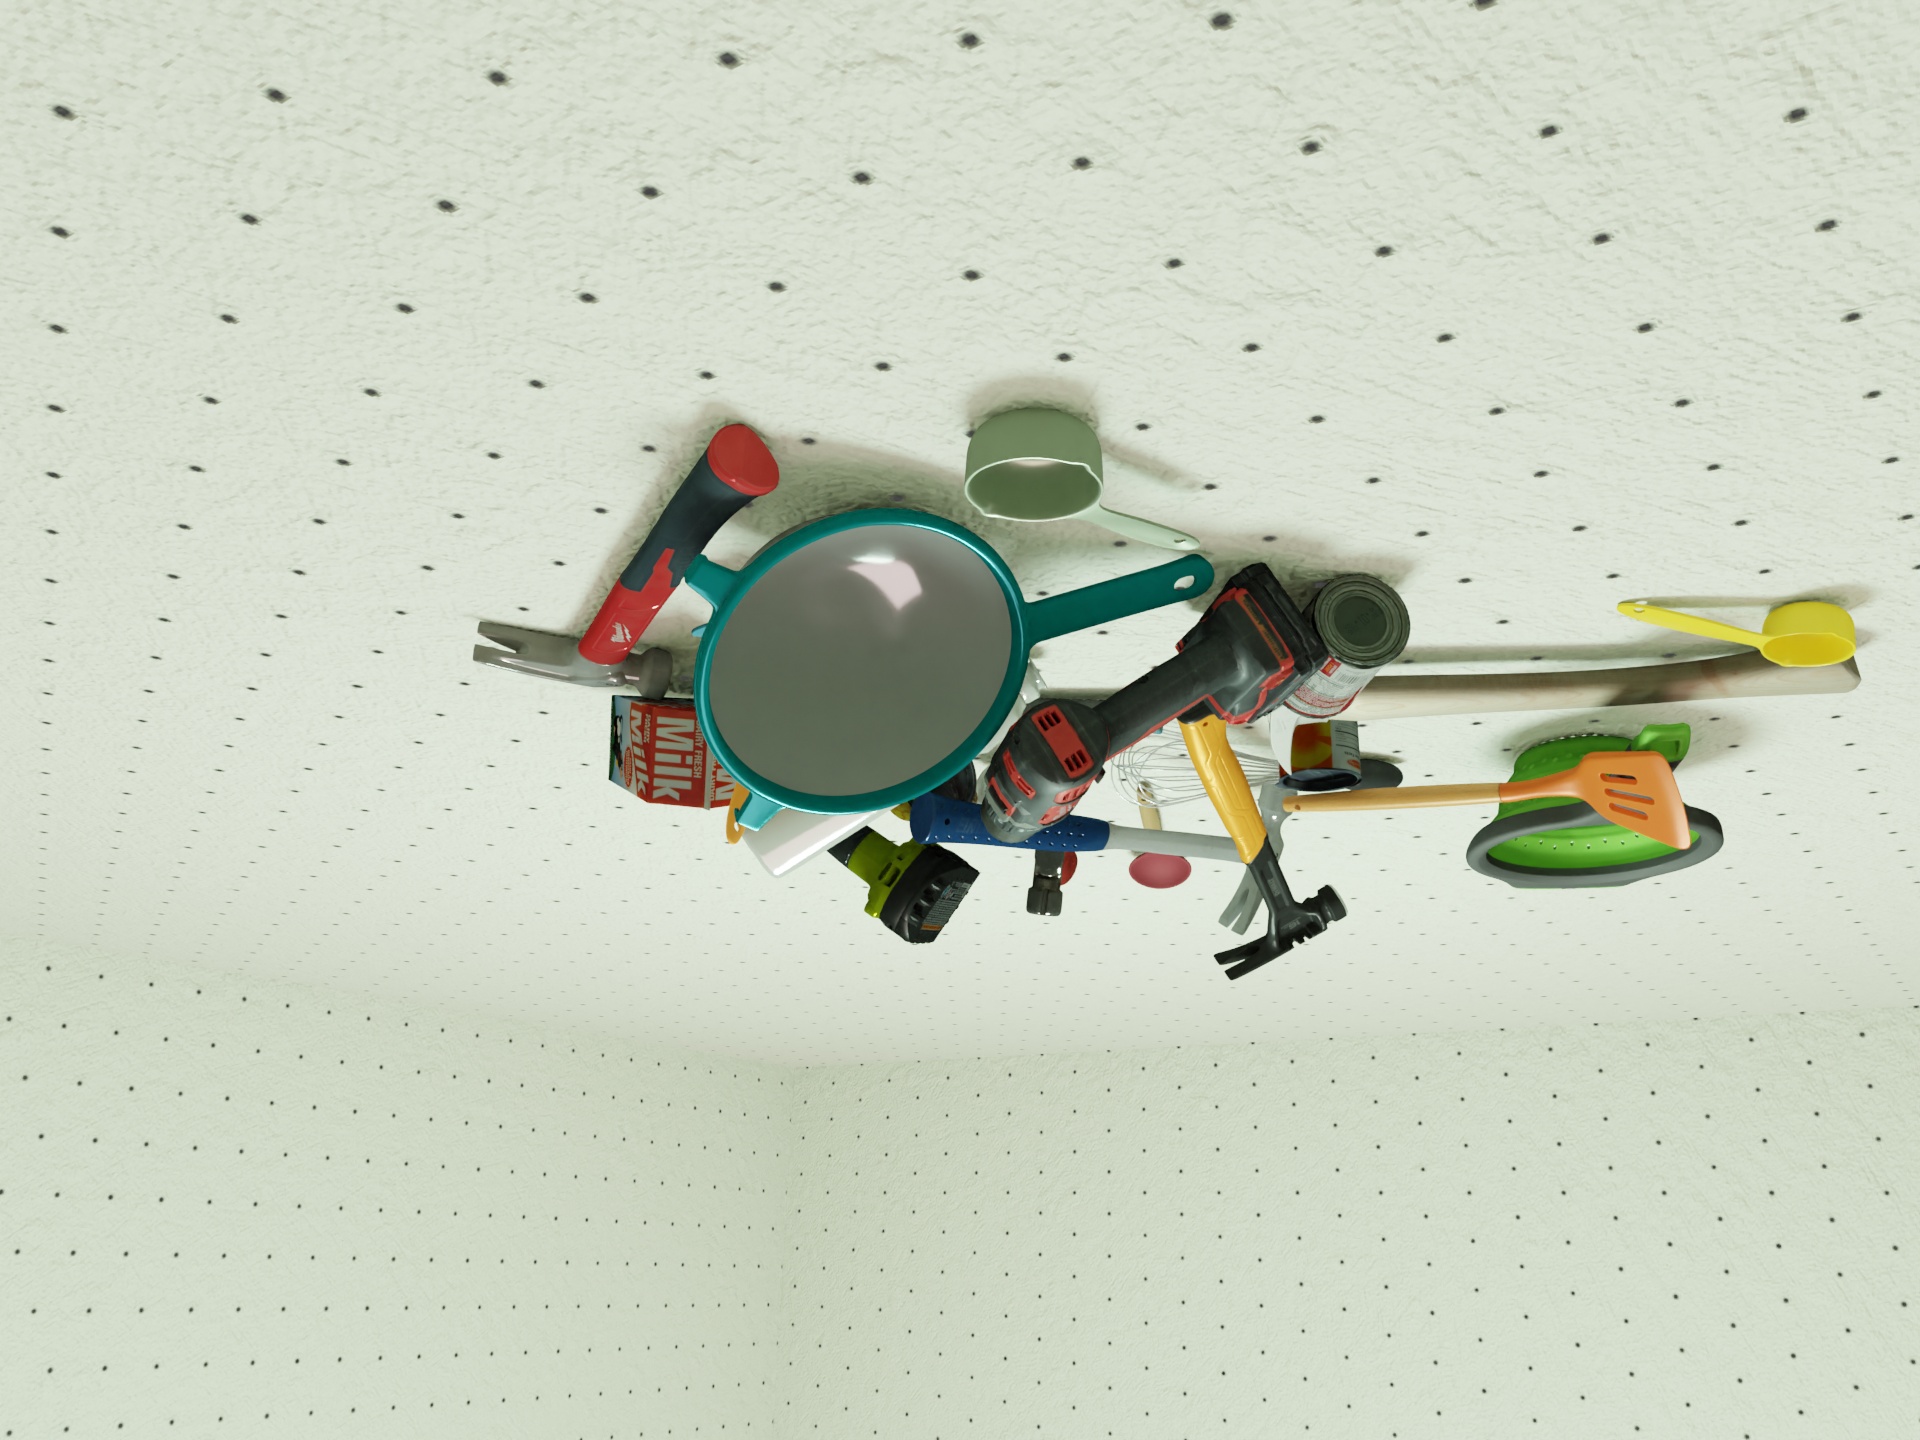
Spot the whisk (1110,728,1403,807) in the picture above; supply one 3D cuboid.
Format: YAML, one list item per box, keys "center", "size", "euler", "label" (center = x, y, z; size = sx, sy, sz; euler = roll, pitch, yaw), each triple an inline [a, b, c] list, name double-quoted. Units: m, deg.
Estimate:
- center: [0.261, 0.043, 1.377]
  size: [0.284, 0.070, 0.070]
  euler: [2, 162, -19]
  label: "whisk"

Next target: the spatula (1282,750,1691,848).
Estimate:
- center: [0.389, 0.061, 1.218]
  size: [0.323, 0.041, 0.081]
  euler: [-6, 117, 41]
  label: "spatula"

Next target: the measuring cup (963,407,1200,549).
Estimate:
- center: [0.075, -0.133, 0.896]
  size: [0.167, 0.038, 0.083]
  euler: [14, 158, -37]
  label: "measuring cup"

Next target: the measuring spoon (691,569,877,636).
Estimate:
- center: [-0.119, -0.080, 1.057]
  size: [0.128, 0.021, 0.042]
  euler: [-14, 160, 7]
  label: "measuring spoon"

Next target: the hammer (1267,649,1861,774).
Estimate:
- center: [0.435, -0.018, 1.173]
  size: [0.410, 0.038, 0.146]
  euler: [-3, 149, 9]
  label: "hammer"

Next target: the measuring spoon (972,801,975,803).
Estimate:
- center: [-0.005, 0.067, 1.456]
  size: [0.034, 0.018, 0.124]
  euler: [-17, -172, -9]
  label: "measuring spoon"

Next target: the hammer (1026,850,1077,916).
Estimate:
- center: [0.095, 0.118, 1.558]
  size: [0.037, 0.149, 0.359]
  euler: [7, 173, 6]
  label: "hammer"

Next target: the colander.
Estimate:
- center: [0.522, 0.043, 1.289]
  size: [0.204, 0.095, 0.396]
  euler: [-2, 159, 10]
  label: "colander"

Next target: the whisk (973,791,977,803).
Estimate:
- center: [-0.084, 0.078, 1.523]
  size: [0.245, 0.047, 0.051]
  euler: [2, 179, -14]
  label: "whisk"

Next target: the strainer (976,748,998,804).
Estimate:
- center: [0.038, 0.048, 1.373]
  size: [0.050, 0.087, 0.258]
  euler: [42, 172, 8]
  label: "strainer"

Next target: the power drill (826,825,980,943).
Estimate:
- center: [-0.100, 0.094, 1.362]
  size: [0.228, 0.080, 0.190]
  euler: [34, 179, 14]
  label: "power drill"

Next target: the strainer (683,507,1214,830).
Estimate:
- center: [-0.010, -0.069, 1.008]
  size: [0.340, 0.095, 0.210]
  euler: [-16, 126, -14]
  label: "strainer"

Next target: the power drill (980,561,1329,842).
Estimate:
- center: [0.112, 0.003, 1.049]
  size: [0.226, 0.080, 0.187]
  euler: [-30, 169, -17]
  label: "power drill"

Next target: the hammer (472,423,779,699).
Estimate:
- center: [-0.215, -0.095, 1.027]
  size: [0.143, 0.038, 0.386]
  euler: [11, 159, -22]
  label: "hammer"

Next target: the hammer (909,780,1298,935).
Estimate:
- center: [0.131, 0.107, 1.377]
  size: [0.405, 0.144, 0.035]
  euler: [8, -171, -35]
  label: "hammer"

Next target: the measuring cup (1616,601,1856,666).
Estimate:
- center: [0.523, -0.070, 1.075]
  size: [0.156, 0.029, 0.062]
  euler: [13, 162, 4]
  label: "measuring cup"

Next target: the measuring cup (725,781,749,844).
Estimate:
- center: [-0.127, 0.017, 1.153]
  size: [0.052, 0.174, 0.095]
  euler: [-13, 133, 26]
  label: "measuring cup"

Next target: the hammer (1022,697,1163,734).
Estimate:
- center: [-0.002, -0.004, 1.284]
  size: [0.331, 0.033, 0.128]
  euler: [0, 160, 5]
  label: "hammer"

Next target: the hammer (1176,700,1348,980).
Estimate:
- center: [0.236, 0.097, 1.354]
  size: [0.127, 0.034, 0.336]
  euler: [-30, 132, 0]
  label: "hammer"

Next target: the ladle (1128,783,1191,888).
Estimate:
- center: [0.199, 0.120, 1.644]
  size: [0.069, 0.031, 0.315]
  euler: [-4, 159, 9]
  label: "ladle"
